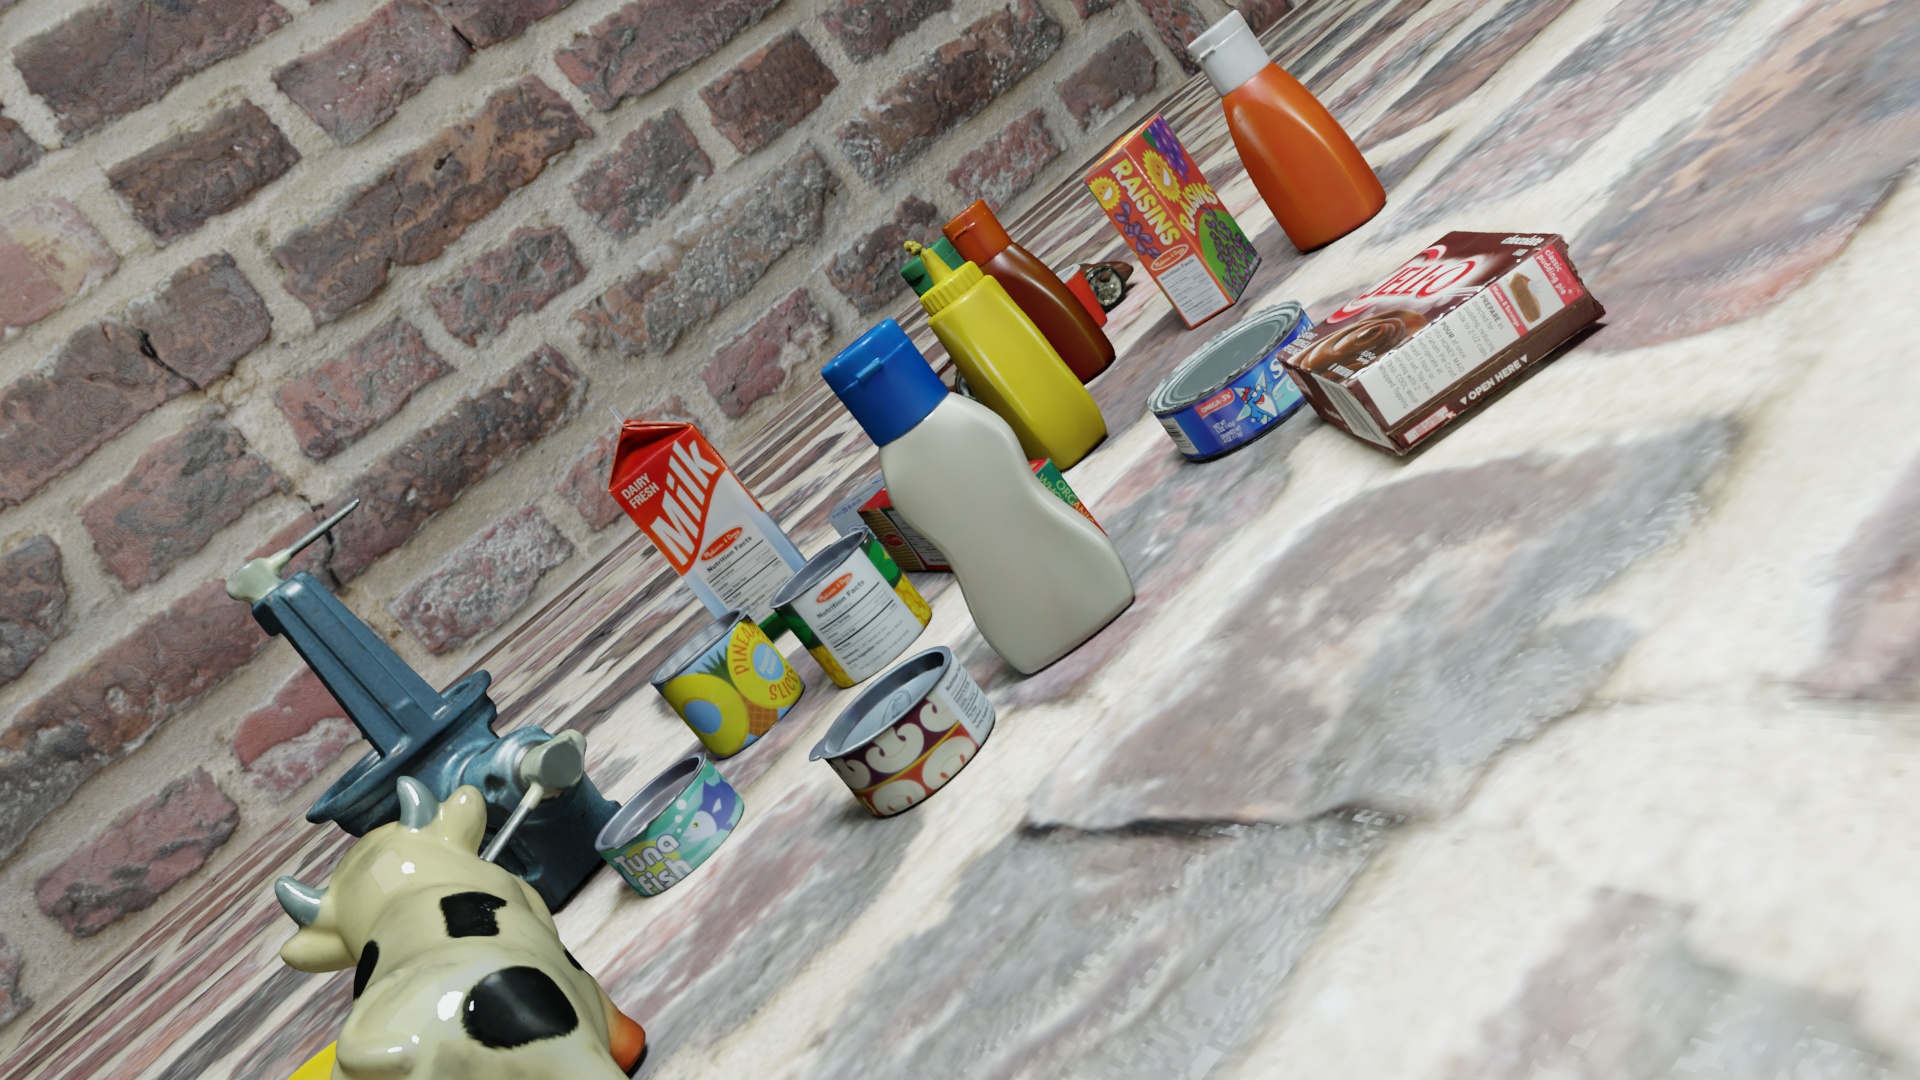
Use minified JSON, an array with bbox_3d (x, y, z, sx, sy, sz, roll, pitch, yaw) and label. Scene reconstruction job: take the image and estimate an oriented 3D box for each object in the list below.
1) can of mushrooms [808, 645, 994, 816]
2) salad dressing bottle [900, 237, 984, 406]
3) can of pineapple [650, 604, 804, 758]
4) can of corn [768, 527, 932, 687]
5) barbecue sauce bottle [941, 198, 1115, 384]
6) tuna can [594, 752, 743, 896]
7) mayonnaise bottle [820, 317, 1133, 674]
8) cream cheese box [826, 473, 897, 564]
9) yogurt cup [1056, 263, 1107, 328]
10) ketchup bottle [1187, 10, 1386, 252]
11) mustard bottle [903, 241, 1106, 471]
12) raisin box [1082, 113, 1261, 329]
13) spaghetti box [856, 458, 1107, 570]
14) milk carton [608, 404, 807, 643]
[{"bbox_3d":[-0.023,0.076,0.550,0.071,0.033,0.071,-36,12,9],"label":"can of mushrooms"},{"bbox_3d":[0.020,-0.123,0.883,0.064,0.147,0.044,-22,20,52],"label":"salad dressing bottle"},{"bbox_3d":[-0.129,0.079,0.780,0.071,0.058,0.071,-36,12,9],"label":"can of pineapple"},{"bbox_3d":[-0.058,0.035,0.739,0.071,0.058,0.071,-36,12,9],"label":"can of corn"},{"bbox_3d":[0.045,-0.173,0.993,0.064,0.148,0.044,-30,14,33],"label":"barbecue sauce bottle"},{"bbox_3d":[-0.138,0.136,0.660,0.071,0.033,0.071,-36,12,9],"label":"tuna can"},{"bbox_3d":[0.004,-0.020,0.554,0.064,0.148,0.041,-37,12,7],"label":"mayonnaise bottle"},{"bbox_3d":[-0.029,-0.023,0.881,0.103,0.053,0.024,-32,13,25],"label":"cream cheese box"},{"bbox_3d":[0.086,-0.189,1.157,0.072,0.054,0.072,-36,12,9],"label":"yogurt cup"},{"bbox_3d":[0.196,-0.252,0.853,0.064,0.148,0.044,-23,19,51],"label":"ketchup bottle"},{"bbox_3d":[0.021,-0.113,0.815,0.049,0.160,0.065,-40,12,-11],"label":"mustard bottle"},{"bbox_3d":[0.142,-0.212,0.921,0.040,0.123,0.086,-29,15,38],"label":"raisin box"},{"bbox_3d":[0.003,-0.009,0.749,0.029,0.050,0.250,-42,13,-16],"label":"spaghetti box"},{"bbox_3d":[-0.179,-0.017,0.959,0.073,0.190,0.072,-39,12,-5],"label":"milk carton"}]
